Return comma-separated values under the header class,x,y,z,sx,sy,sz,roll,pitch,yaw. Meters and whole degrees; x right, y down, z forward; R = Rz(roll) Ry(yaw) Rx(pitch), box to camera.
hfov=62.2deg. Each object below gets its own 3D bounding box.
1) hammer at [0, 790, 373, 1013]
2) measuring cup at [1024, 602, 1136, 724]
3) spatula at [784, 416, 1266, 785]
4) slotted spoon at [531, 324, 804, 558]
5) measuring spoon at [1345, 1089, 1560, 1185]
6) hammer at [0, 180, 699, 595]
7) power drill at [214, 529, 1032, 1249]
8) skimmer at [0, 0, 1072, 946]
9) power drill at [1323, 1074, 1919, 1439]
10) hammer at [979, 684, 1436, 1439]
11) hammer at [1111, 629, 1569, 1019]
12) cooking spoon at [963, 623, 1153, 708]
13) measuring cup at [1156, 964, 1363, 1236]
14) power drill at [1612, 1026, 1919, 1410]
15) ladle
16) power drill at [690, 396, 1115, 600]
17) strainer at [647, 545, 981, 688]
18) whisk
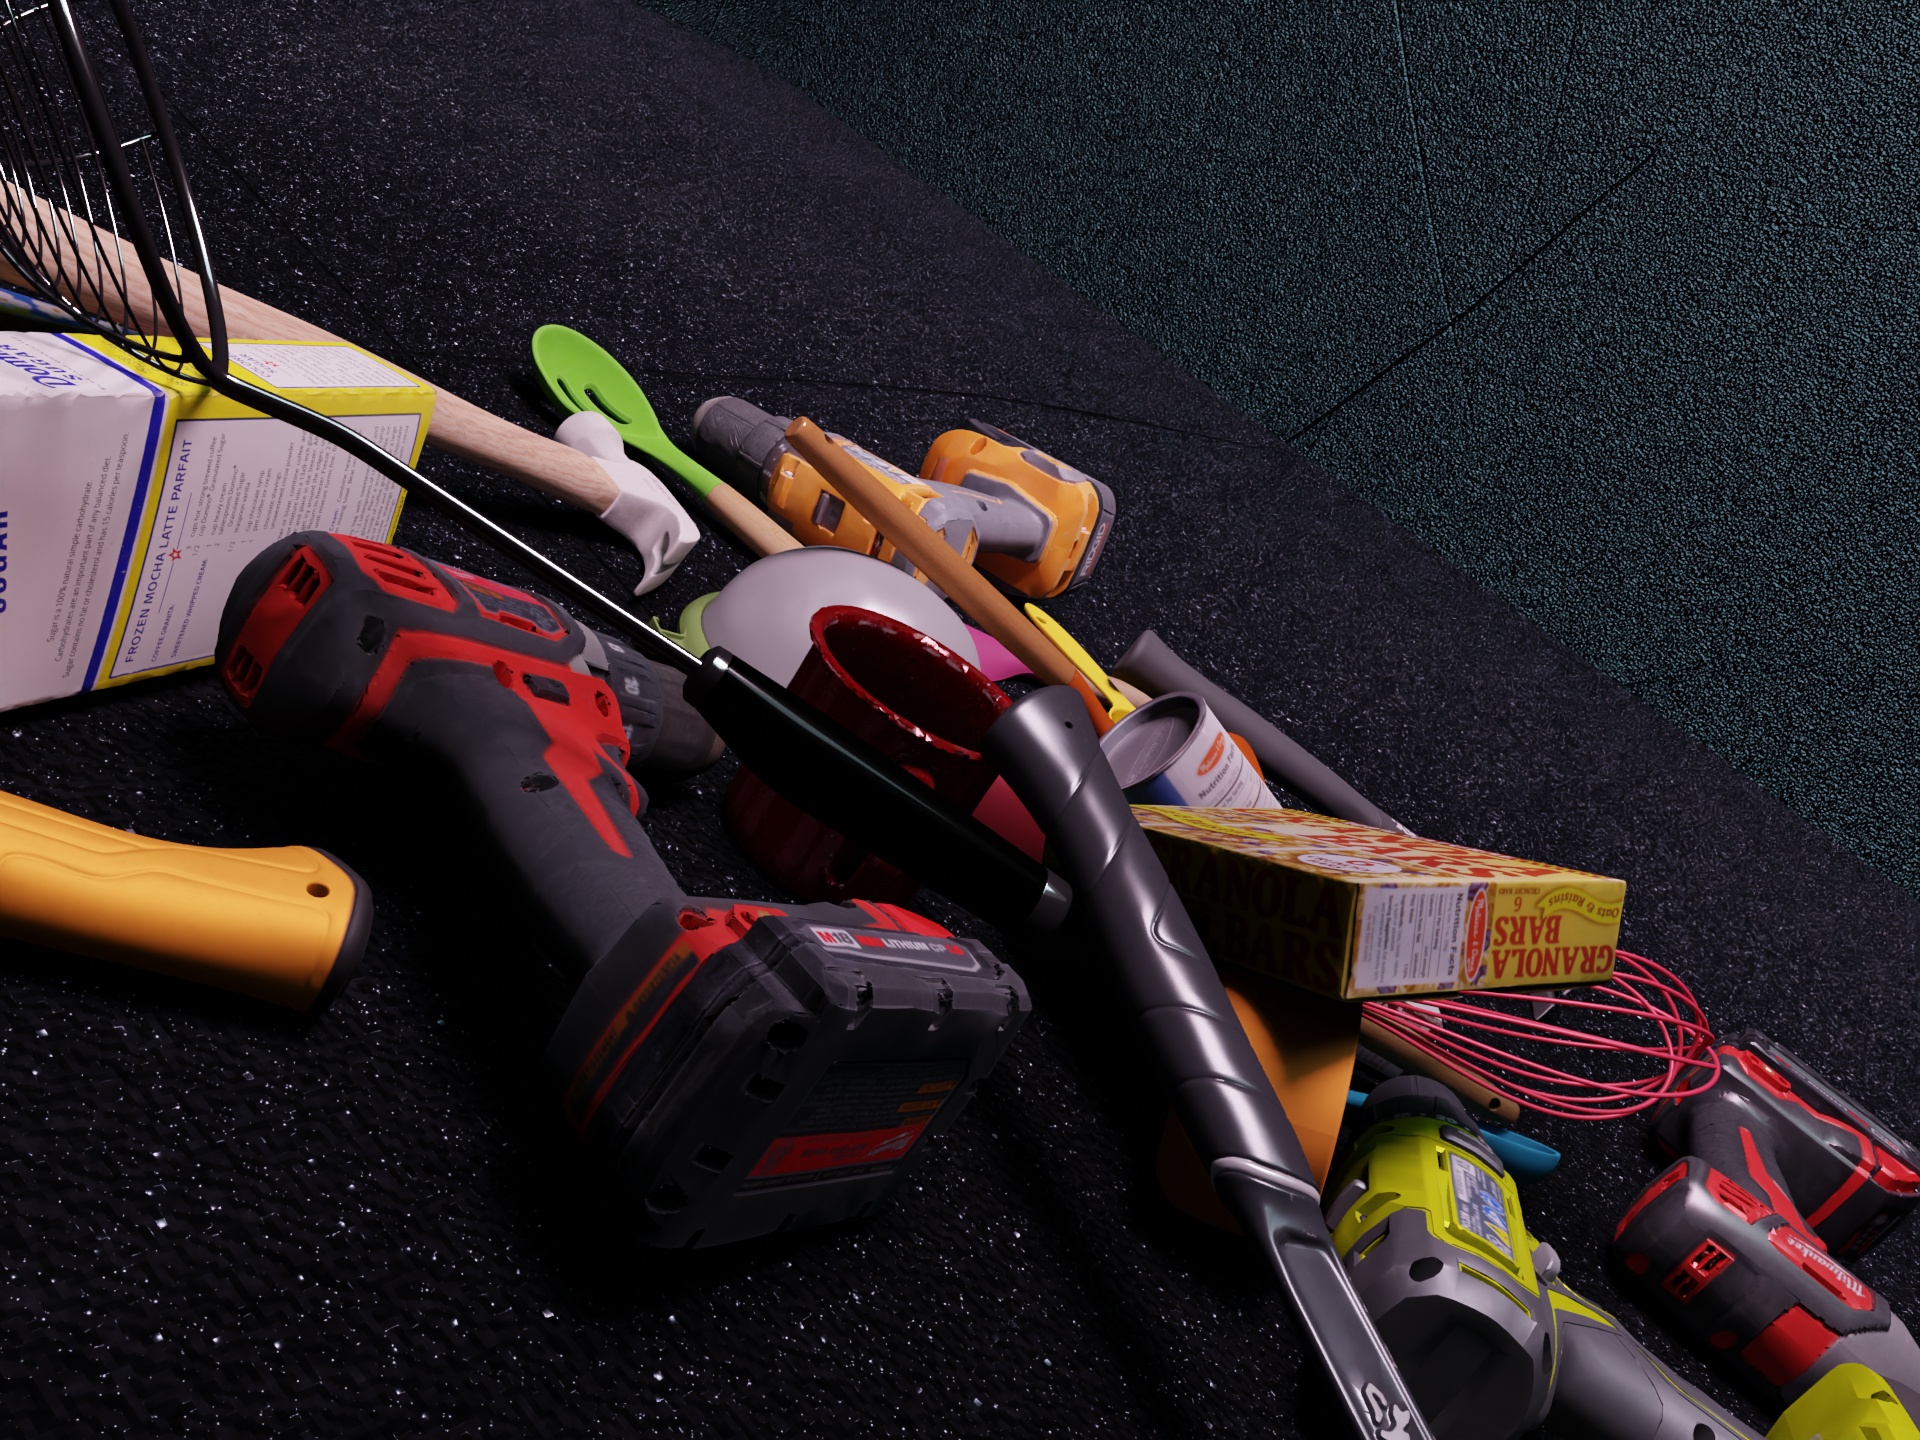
class,x,y,z,sx,sy,sz,roll,pitch,yaw
hammer,-0.285,0.004,0.310,0.336,0.034,0.127,22,22,-27
measuring cup,0.071,-0.010,0.868,0.062,0.029,0.157,12,31,-43
spatula,0.041,-0.039,0.746,0.322,0.041,0.081,40,29,-32
slotted spoon,-0.109,-0.100,0.816,0.314,0.031,0.070,41,27,14
measuring spoon,0.192,0.174,0.665,0.128,0.021,0.042,17,-2,-17
hammer,-0.220,-0.124,0.621,0.130,0.031,0.331,46,14,28
power drill,-0.087,0.037,0.464,0.227,0.080,0.187,41,11,28
skimmer,-0.100,-0.070,0.416,0.363,0.090,0.127,36,-7,-14
power drill,0.224,0.215,0.532,0.228,0.080,0.190,34,15,6
hammer,0.094,0.140,0.420,0.149,0.036,0.409,3,44,-30
hammer,0.222,0.052,0.908,0.334,0.035,0.146,34,20,-16
cooking spoon,0.067,-0.023,0.913,0.318,0.017,0.069,17,26,-35
measuring cup,0.102,0.129,0.566,0.052,0.095,0.173,15,-4,9
power drill,0.379,0.234,0.722,0.143,0.078,0.219,40,24,17
ladle,0.111,0.092,0.664,0.315,0.069,0.031,32,-3,-12
power drill,-0.033,-0.133,0.929,0.185,0.084,0.226,32,22,26
strainer,-0.001,-0.002,0.692,0.256,0.069,0.151,35,20,8
whisk,0.164,0.106,0.633,0.295,0.073,0.073,11,24,-5
